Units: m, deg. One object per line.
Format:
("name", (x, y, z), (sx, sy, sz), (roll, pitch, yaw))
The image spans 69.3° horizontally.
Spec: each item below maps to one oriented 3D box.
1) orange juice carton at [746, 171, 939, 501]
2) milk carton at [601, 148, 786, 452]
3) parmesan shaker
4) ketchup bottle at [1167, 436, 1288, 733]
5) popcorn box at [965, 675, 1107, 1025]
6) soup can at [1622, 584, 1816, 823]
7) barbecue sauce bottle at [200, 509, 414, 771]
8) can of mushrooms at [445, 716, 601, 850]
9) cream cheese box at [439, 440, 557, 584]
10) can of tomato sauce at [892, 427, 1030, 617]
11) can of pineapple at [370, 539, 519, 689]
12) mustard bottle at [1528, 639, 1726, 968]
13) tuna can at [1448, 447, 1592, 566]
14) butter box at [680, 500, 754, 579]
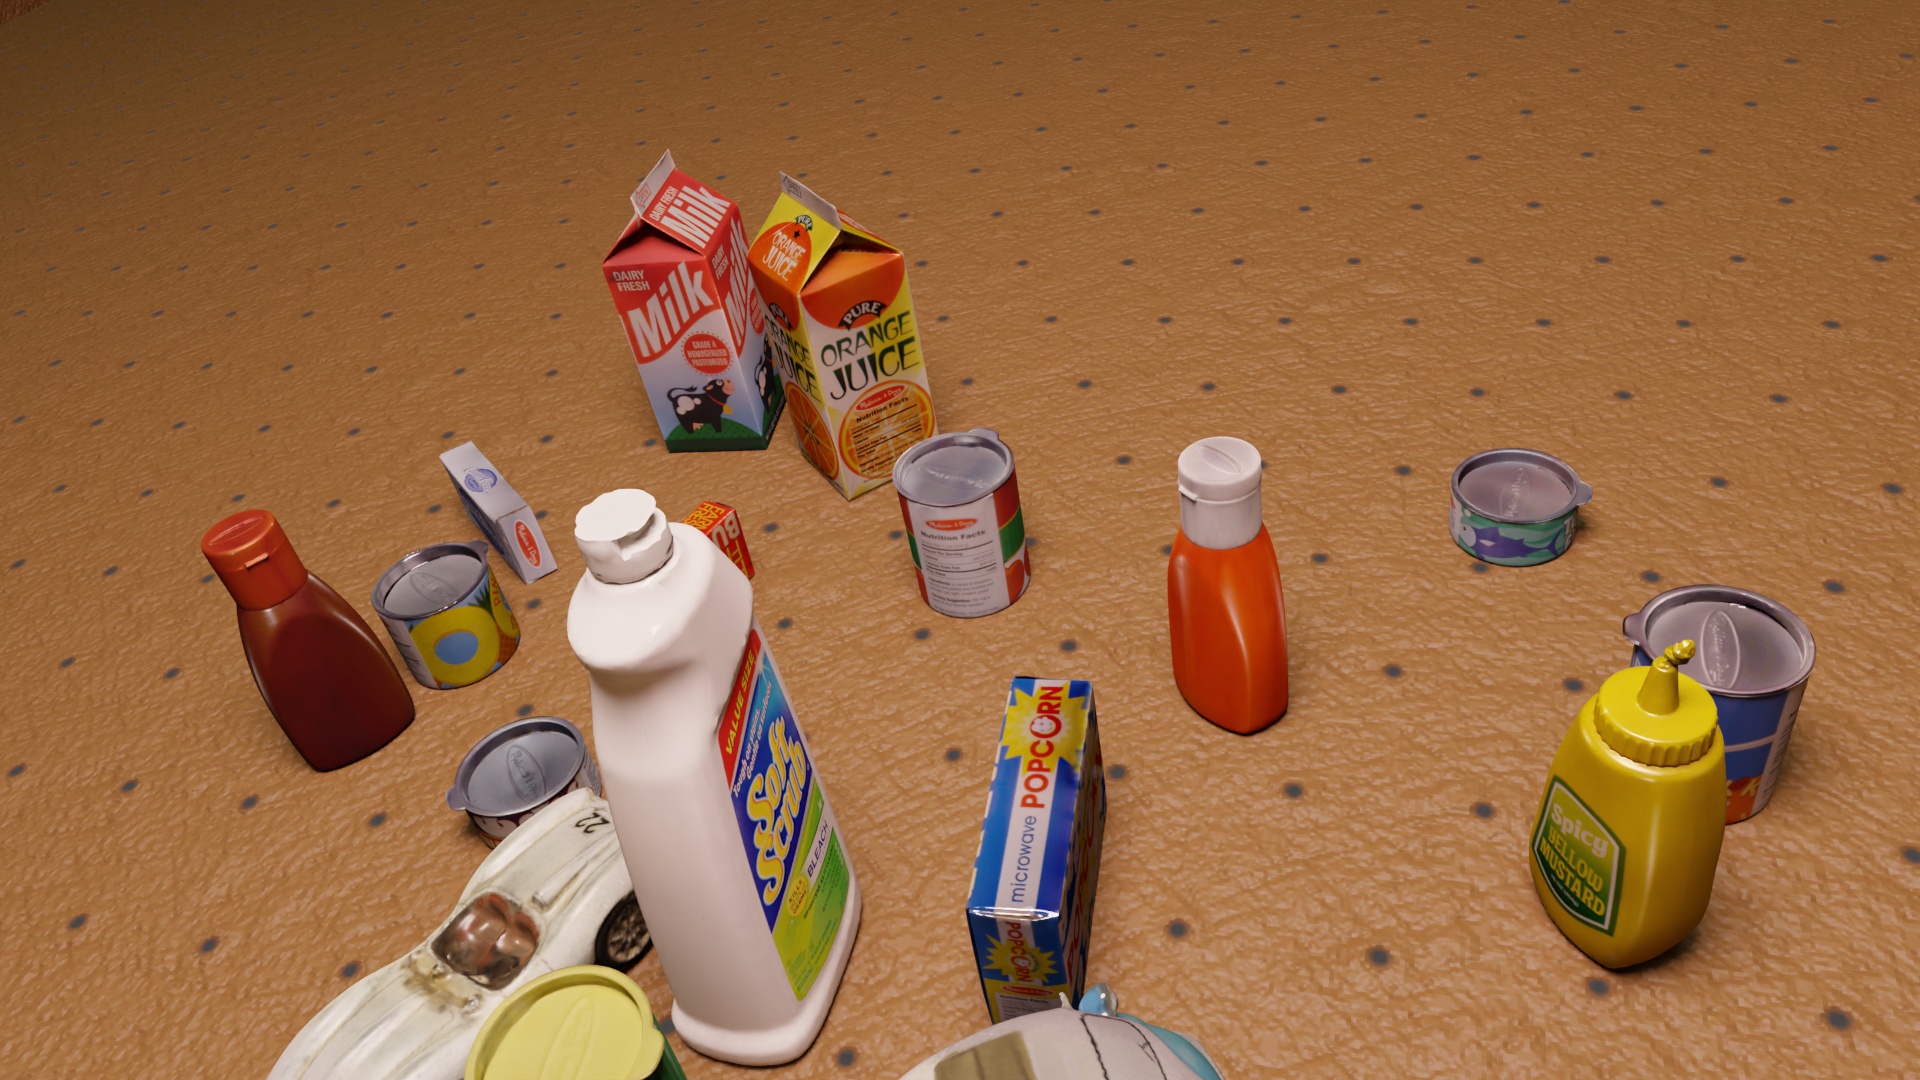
("orange juice carton", (-0.073, -0.128, 0.853), (0.073, 0.191, 0.072), (-27, 41, -19))
("milk carton", (-0.175, -0.154, 0.911), (0.073, 0.189, 0.073), (-1, 39, 12))
("parmesan shaker", (-0.129, 0.215, 0.513), (0.071, 0.102, 0.072), (-7, 39, 6))
("ketchup bottle", (0.124, 0.021, 0.655), (0.044, 0.148, 0.065), (-28, 41, -20))
("popcorn box", (0.035, 0.132, 0.591), (0.038, 0.084, 0.127), (-1, 40, 13))
("soup can", (0.319, 0.071, 0.599), (0.071, 0.083, 0.072), (-7, 39, 6))
("barbecue sauce bottle", (-0.346, 0.052, 0.731), (0.065, 0.147, 0.044), (-33, 43, -25))
("can of mushrooms", (-0.220, 0.125, 0.703), (0.071, 0.033, 0.071), (-7, 39, 6))
("cream cheese box", (-0.294, -0.019, 0.882), (0.024, 0.053, 0.104), (-31, 42, -23))
("can of tomato sauce", (0.003, -0.010, 0.775), (0.071, 0.082, 0.071), (-7, 39, 6))
("can of pineapple", (-0.294, 0.043, 0.803), (0.071, 0.057, 0.071), (-7, 39, 6))
("mustard bottle", (0.254, 0.094, 0.524), (0.049, 0.159, 0.065), (-20, 39, -11))
("tuna can", (0.303, -0.018, 0.753), (0.071, 0.032, 0.071), (-7, 39, 6))
("butter box", (-0.162, 0.028, 0.793), (0.024, 0.052, 0.104), (15, 45, 29))
